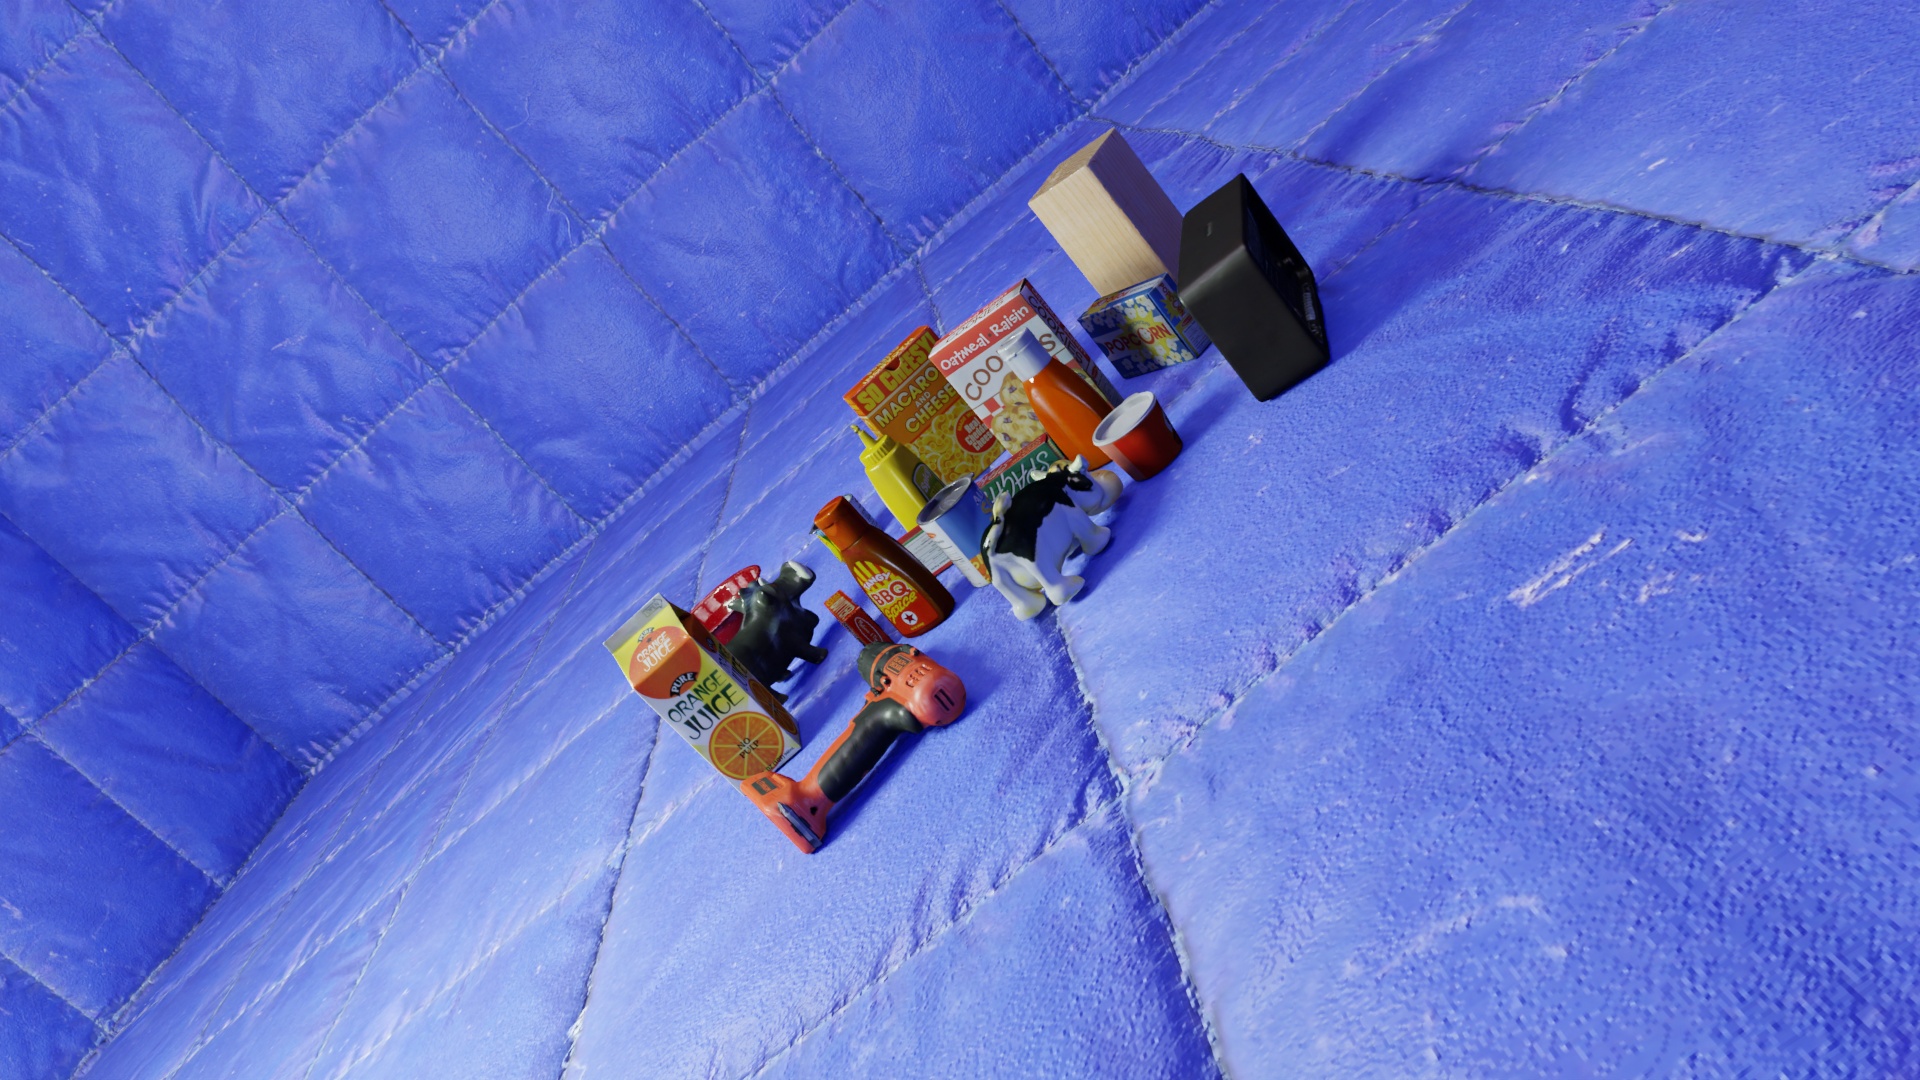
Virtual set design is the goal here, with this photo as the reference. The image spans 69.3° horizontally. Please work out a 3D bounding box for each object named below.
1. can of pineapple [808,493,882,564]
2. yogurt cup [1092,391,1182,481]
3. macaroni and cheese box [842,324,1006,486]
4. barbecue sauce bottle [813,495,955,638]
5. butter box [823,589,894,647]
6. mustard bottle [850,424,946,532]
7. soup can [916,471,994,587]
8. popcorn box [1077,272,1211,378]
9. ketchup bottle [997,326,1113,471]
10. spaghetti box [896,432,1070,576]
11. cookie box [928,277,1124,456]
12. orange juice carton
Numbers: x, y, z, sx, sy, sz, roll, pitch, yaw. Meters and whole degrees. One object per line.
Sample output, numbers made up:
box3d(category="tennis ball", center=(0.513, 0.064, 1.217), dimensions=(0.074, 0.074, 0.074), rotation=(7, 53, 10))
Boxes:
box3d(category="can of pineapple", center=(-0.138, -0.013, 1.667), dimensions=(0.071, 0.058, 0.071), rotation=(-37, 17, 14))
box3d(category="yogurt cup", center=(0.158, -0.089, 1.224), dimensions=(0.072, 0.054, 0.073), rotation=(-37, 17, 14))
box3d(category="macaroni and cheese box", center=(-0.031, -0.140, 1.563), dimensions=(0.124, 0.166, 0.040), rotation=(-45, 17, -10))
box3d(category="barbecue sauce bottle", center=(-0.074, 0.023, 1.289), dimensions=(0.064, 0.148, 0.044), rotation=(-29, 21, 36))
box3d(category="butter box", center=(-0.101, 0.081, 1.367), dimensions=(0.024, 0.053, 0.103), rotation=(-44, 17, -7))
box3d(category="mustard bottle", center=(-0.059, -0.061, 1.440), dimensions=(0.048, 0.160, 0.066), rotation=(-31, 20, 32))
box3d(category="soup can", center=(0.013, -0.010, 1.292), dimensions=(0.071, 0.083, 0.071), rotation=(-37, 17, 14))
box3d(category="popcorn box", center=(0.189, -0.217, 1.419), dimensions=(0.038, 0.085, 0.126), rotation=(-49, 18, -23))
box3d(category="ketchup bottle", center=(0.094, -0.134, 1.309), dimensions=(0.064, 0.148, 0.044), rotation=(-27, 22, 41))
box3d(category="spaghetti box", center=(0.005, -0.017, 1.385), dimensions=(0.249, 0.050, 0.029), rotation=(-36, 18, 18))
box3d(category="cookie box", center=(0.068, -0.164, 1.407), dimensions=(0.122, 0.167, 0.040), rotation=(-32, 19, 28))
box3d(category="orange juice carton", center=(-0.238, 0.138, 1.284), dimensions=(0.072, 0.192, 0.073), rotation=(-41, 17, 1))
